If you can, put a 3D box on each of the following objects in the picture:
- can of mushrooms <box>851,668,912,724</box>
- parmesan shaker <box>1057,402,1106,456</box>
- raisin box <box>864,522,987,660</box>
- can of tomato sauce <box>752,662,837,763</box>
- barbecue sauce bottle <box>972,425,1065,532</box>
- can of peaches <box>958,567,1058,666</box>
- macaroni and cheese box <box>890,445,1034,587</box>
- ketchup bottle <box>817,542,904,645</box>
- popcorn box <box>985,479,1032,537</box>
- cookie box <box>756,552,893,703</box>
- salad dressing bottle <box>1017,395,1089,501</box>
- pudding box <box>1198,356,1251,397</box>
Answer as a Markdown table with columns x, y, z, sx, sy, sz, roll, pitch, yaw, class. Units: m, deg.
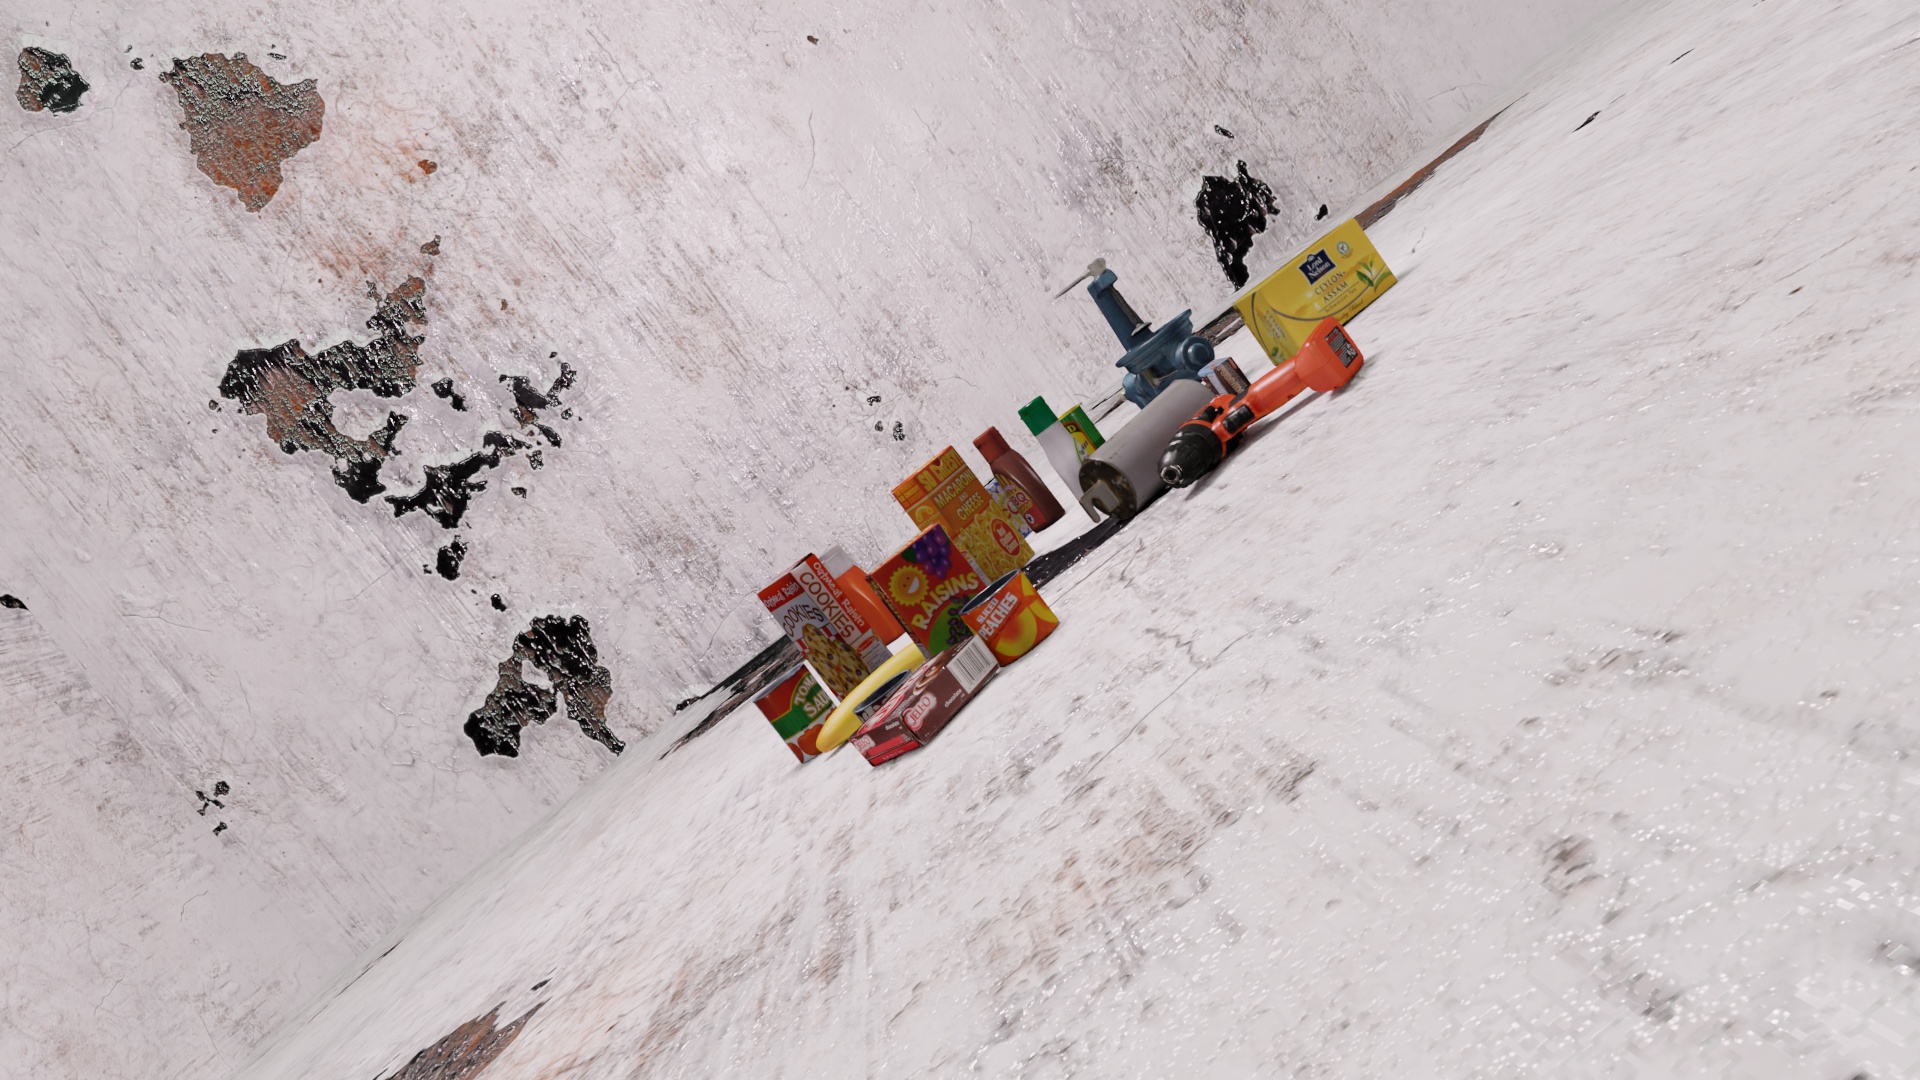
| x | y | z | sx | sy | sz | roll | pitch | yaw | class |
| --- | --- | --- | --- | --- | --- | --- | --- | --- | --- |
| -0.065 | 0.152 | 1.281 | 0.071 | 0.033 | 0.071 | -37 | 5 | 4 | can of mushrooms |
| 0.163 | -0.122 | 1.839 | 0.071 | 0.103 | 0.071 | -37 | 4 | 4 | parmesan shaker |
| -0.020 | 0.057 | 1.321 | 0.086 | 0.123 | 0.040 | -38 | 4 | -14 | raisin box |
| -0.163 | 0.178 | 1.440 | 0.071 | 0.083 | 0.071 | -37 | 4 | 4 | can of tomato sauce |
| 0.074 | -0.081 | 1.820 | 0.044 | 0.148 | 0.064 | -39 | 5 | -25 | barbecue sauce bottle |
| 0.041 | 0.066 | 1.181 | 0.071 | 0.058 | 0.071 | -37 | 5 | 4 | can of peaches |
| 0.006 | -0.020 | 1.618 | 0.040 | 0.166 | 0.124 | -35 | 5 | 30 | macaroni and cheese box |
| -0.134 | 0.072 | 1.850 | 0.044 | 0.148 | 0.064 | -41 | 6 | -40 | ketchup bottle |
| 0.050 | -0.029 | 1.872 | 0.038 | 0.085 | 0.127 | -33 | 6 | 44 | popcorn box |
| -0.149 | 0.101 | 1.567 | 0.040 | 0.167 | 0.122 | -40 | 5 | -29 | cookie box |
| 0.127 | -0.109 | 1.704 | 0.044 | 0.147 | 0.064 | -36 | 5 | 21 | salad dressing bottle |
| 0.325 | -0.198 | 1.707 | 0.030 | 0.049 | 0.084 | -37 | 5 | 0 | pudding box |
